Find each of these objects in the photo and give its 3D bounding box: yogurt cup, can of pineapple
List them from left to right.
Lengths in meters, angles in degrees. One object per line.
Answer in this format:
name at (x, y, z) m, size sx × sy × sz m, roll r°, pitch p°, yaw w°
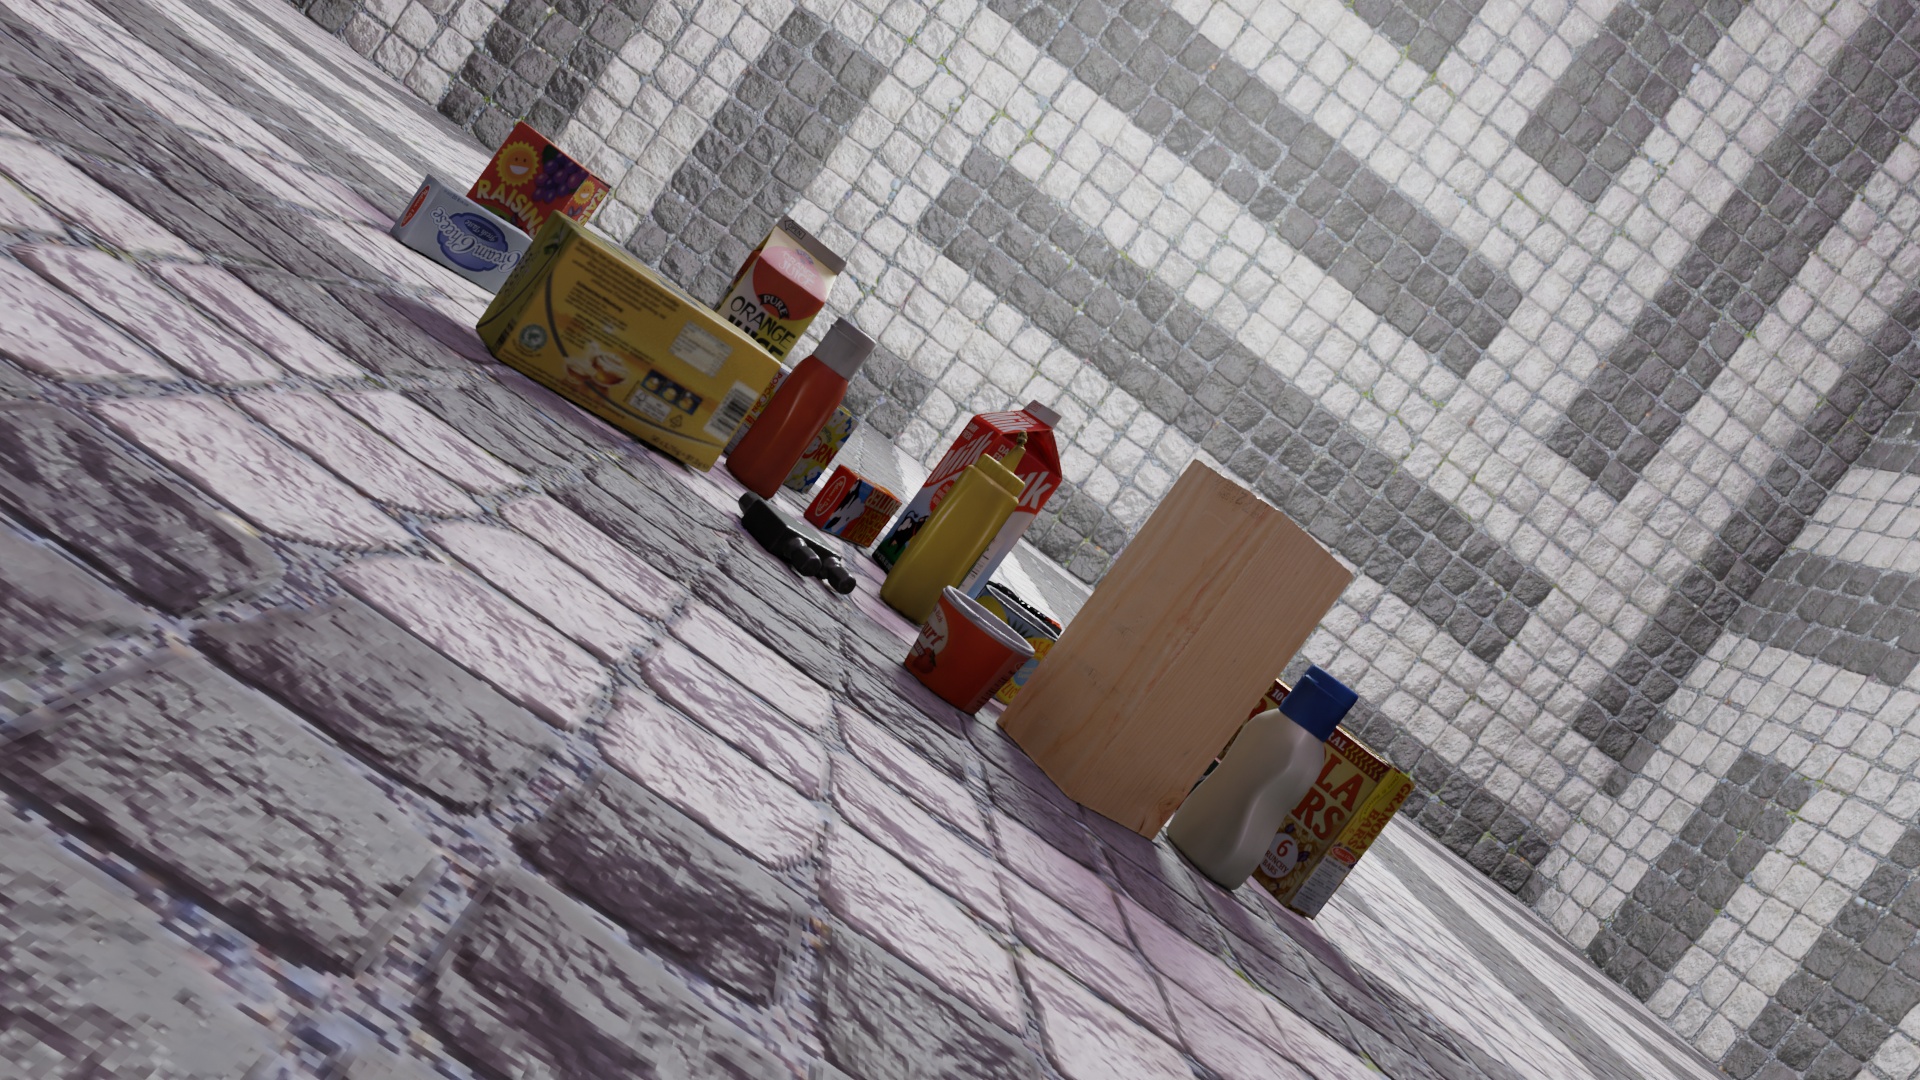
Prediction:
yogurt cup at (0.003, 0.068, 0.842) m, size 0.072 × 0.054 × 0.072 m, roll 36°, pitch 4°, yaw -3°
can of pineapple at (0.028, 0.074, 0.963) m, size 0.071 × 0.058 × 0.071 m, roll 36°, pitch 4°, yaw -3°

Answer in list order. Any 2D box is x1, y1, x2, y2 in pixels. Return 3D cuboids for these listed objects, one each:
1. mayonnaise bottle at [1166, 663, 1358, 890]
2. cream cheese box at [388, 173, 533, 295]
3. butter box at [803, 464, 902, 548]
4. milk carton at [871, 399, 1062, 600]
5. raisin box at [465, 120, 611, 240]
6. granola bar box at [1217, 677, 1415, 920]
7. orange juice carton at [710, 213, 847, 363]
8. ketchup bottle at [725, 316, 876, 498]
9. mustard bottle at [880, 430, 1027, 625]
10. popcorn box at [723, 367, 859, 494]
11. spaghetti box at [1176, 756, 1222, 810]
mayonnaise bottle at (0.197, 0.148, 0.891) m, size 0.041 × 0.148 × 0.065 m, roll 34°, pitch 4°, yaw -32°
cream cheese box at (-0.377, -0.231, 1.058) m, size 0.024 × 0.053 × 0.103 m, roll 38°, pitch 4°, yaw 29°
butter box at (-0.089, -0.027, 1.165) m, size 0.024 × 0.053 × 0.103 m, roll 38°, pitch 4°, yaw 21°
milk carton at (0.016, -0.035, 1.165) m, size 0.073 × 0.190 × 0.072 m, roll 35°, pitch 4°, yaw -25°
raisin box at (-0.361, -0.270, 1.148) m, size 0.086 × 0.123 × 0.040 m, roll 37°, pitch 4°, yaw 14°
granola bar box at (0.236, 0.180, 1.034) m, size 0.039 × 0.124 × 0.166 m, roll 34°, pitch 4°, yaw -36°
orange juice carton at (-0.183, -0.189, 1.224) m, size 0.072 × 0.192 × 0.073 m, roll 35°, pitch 4°, yaw -19°
ketchup bottle at (-0.124, -0.105, 1.084) m, size 0.043 × 0.148 × 0.065 m, roll 35°, pitch 4°, yaw -27°
mustard bottle at (0.004, -0.013, 1.017) m, size 0.049 × 0.160 × 0.065 m, roll 36°, pitch 3°, yaw -6°
popcorn box at (-0.150, -0.096, 1.209) m, size 0.038 × 0.085 × 0.126 m, roll 38°, pitch 4°, yaw 24°
spaghetti box at (0.148, 0.155, 1.094) m, size 0.028 × 0.050 × 0.251 m, roll 34°, pitch 5°, yaw -36°
